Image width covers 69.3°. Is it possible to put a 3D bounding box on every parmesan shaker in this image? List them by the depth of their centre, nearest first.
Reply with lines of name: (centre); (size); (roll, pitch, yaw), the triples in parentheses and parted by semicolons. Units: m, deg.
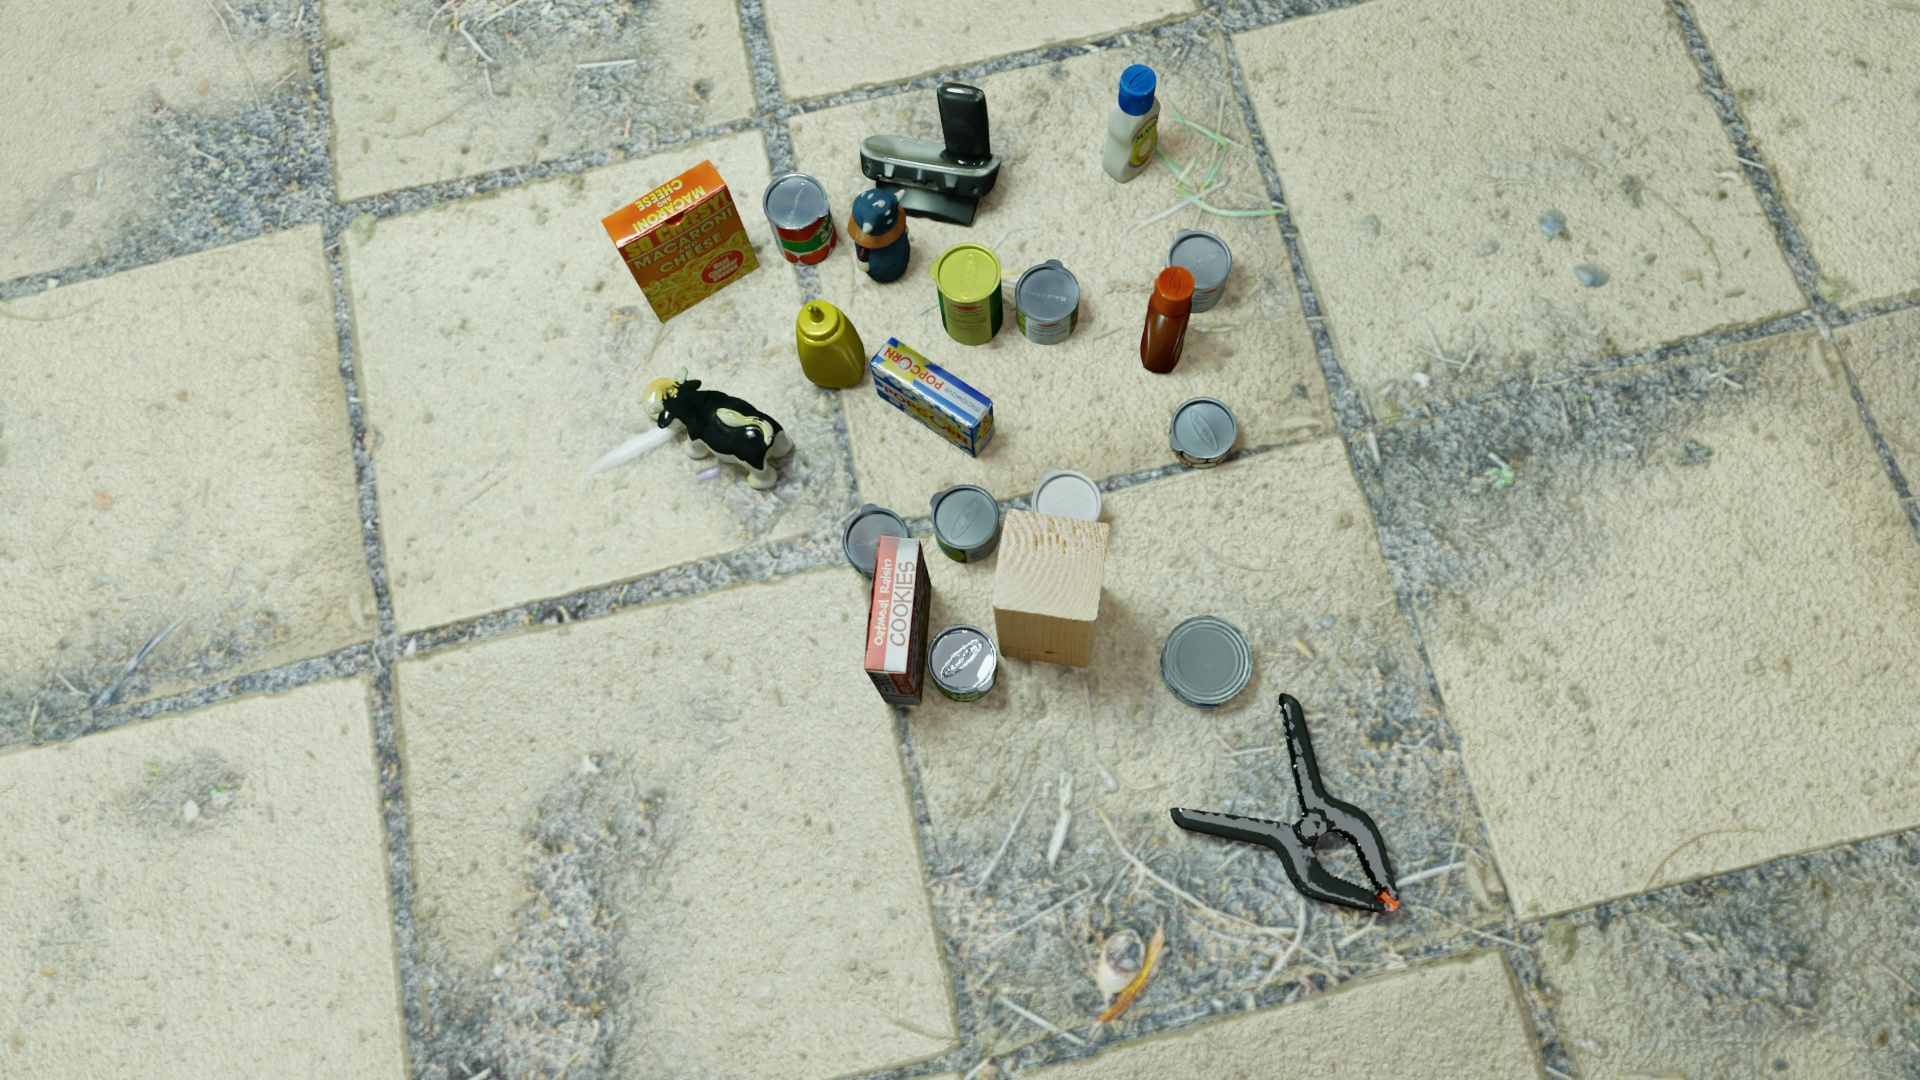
parmesan shaker: (0.007, -0.250, 1.413); (0.071, 0.103, 0.071); (-1, 74, 3)

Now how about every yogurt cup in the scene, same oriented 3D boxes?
yogurt cup: (0.104, -0.029, 1.366); (0.072, 0.053, 0.072); (-1, 73, 3)

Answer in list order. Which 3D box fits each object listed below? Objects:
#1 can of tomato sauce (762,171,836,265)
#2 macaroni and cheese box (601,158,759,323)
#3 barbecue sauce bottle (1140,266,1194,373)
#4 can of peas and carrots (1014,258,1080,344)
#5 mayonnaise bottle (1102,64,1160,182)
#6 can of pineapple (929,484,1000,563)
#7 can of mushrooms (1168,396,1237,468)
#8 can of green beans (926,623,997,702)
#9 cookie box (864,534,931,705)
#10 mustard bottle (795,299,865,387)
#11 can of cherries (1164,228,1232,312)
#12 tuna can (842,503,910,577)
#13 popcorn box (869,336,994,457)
can of tomato sauce: (-0.166, -0.336, 1.458); (0.071, 0.083, 0.071); (-1, 73, 3)
macaroni and cheese box: (-0.279, -0.300, 1.409); (0.124, 0.166, 0.040); (-32, 75, -7)
barbecue sauce bottle: (0.204, -0.221, 1.370); (0.044, 0.148, 0.065); (11, 75, 6)
can of peas and carrots: (0.090, -0.245, 1.430); (0.071, 0.058, 0.071); (-1, 73, 3)
mayonnaise bottle: (0.179, -0.433, 1.436); (0.065, 0.147, 0.041); (-44, 76, -9)
can of pineapple: (0.005, -0.017, 1.366); (0.071, 0.057, 0.071); (-1, 73, 3)
can of mushrooms: (0.240, -0.107, 1.394); (0.071, 0.033, 0.071); (-1, 73, 3)
can of green beans: (0.003, 0.118, 1.325); (0.071, 0.057, 0.071); (-1, 73, 3)
cookie box: (-0.056, 0.077, 1.283); (0.040, 0.167, 0.123); (4, 74, 4)
mustard bottle: (-0.132, -0.200, 1.374); (0.065, 0.160, 0.049); (-1, 74, 3)
can of cherries: (0.242, -0.279, 1.433); (0.071, 0.058, 0.071); (-1, 73, 3)
tuna can: (-0.083, 0.001, 1.378); (0.071, 0.032, 0.071); (-1, 73, 3)
popcorn box: (-0.027, -0.142, 1.391); (0.127, 0.085, 0.038); (34, 78, 12)
